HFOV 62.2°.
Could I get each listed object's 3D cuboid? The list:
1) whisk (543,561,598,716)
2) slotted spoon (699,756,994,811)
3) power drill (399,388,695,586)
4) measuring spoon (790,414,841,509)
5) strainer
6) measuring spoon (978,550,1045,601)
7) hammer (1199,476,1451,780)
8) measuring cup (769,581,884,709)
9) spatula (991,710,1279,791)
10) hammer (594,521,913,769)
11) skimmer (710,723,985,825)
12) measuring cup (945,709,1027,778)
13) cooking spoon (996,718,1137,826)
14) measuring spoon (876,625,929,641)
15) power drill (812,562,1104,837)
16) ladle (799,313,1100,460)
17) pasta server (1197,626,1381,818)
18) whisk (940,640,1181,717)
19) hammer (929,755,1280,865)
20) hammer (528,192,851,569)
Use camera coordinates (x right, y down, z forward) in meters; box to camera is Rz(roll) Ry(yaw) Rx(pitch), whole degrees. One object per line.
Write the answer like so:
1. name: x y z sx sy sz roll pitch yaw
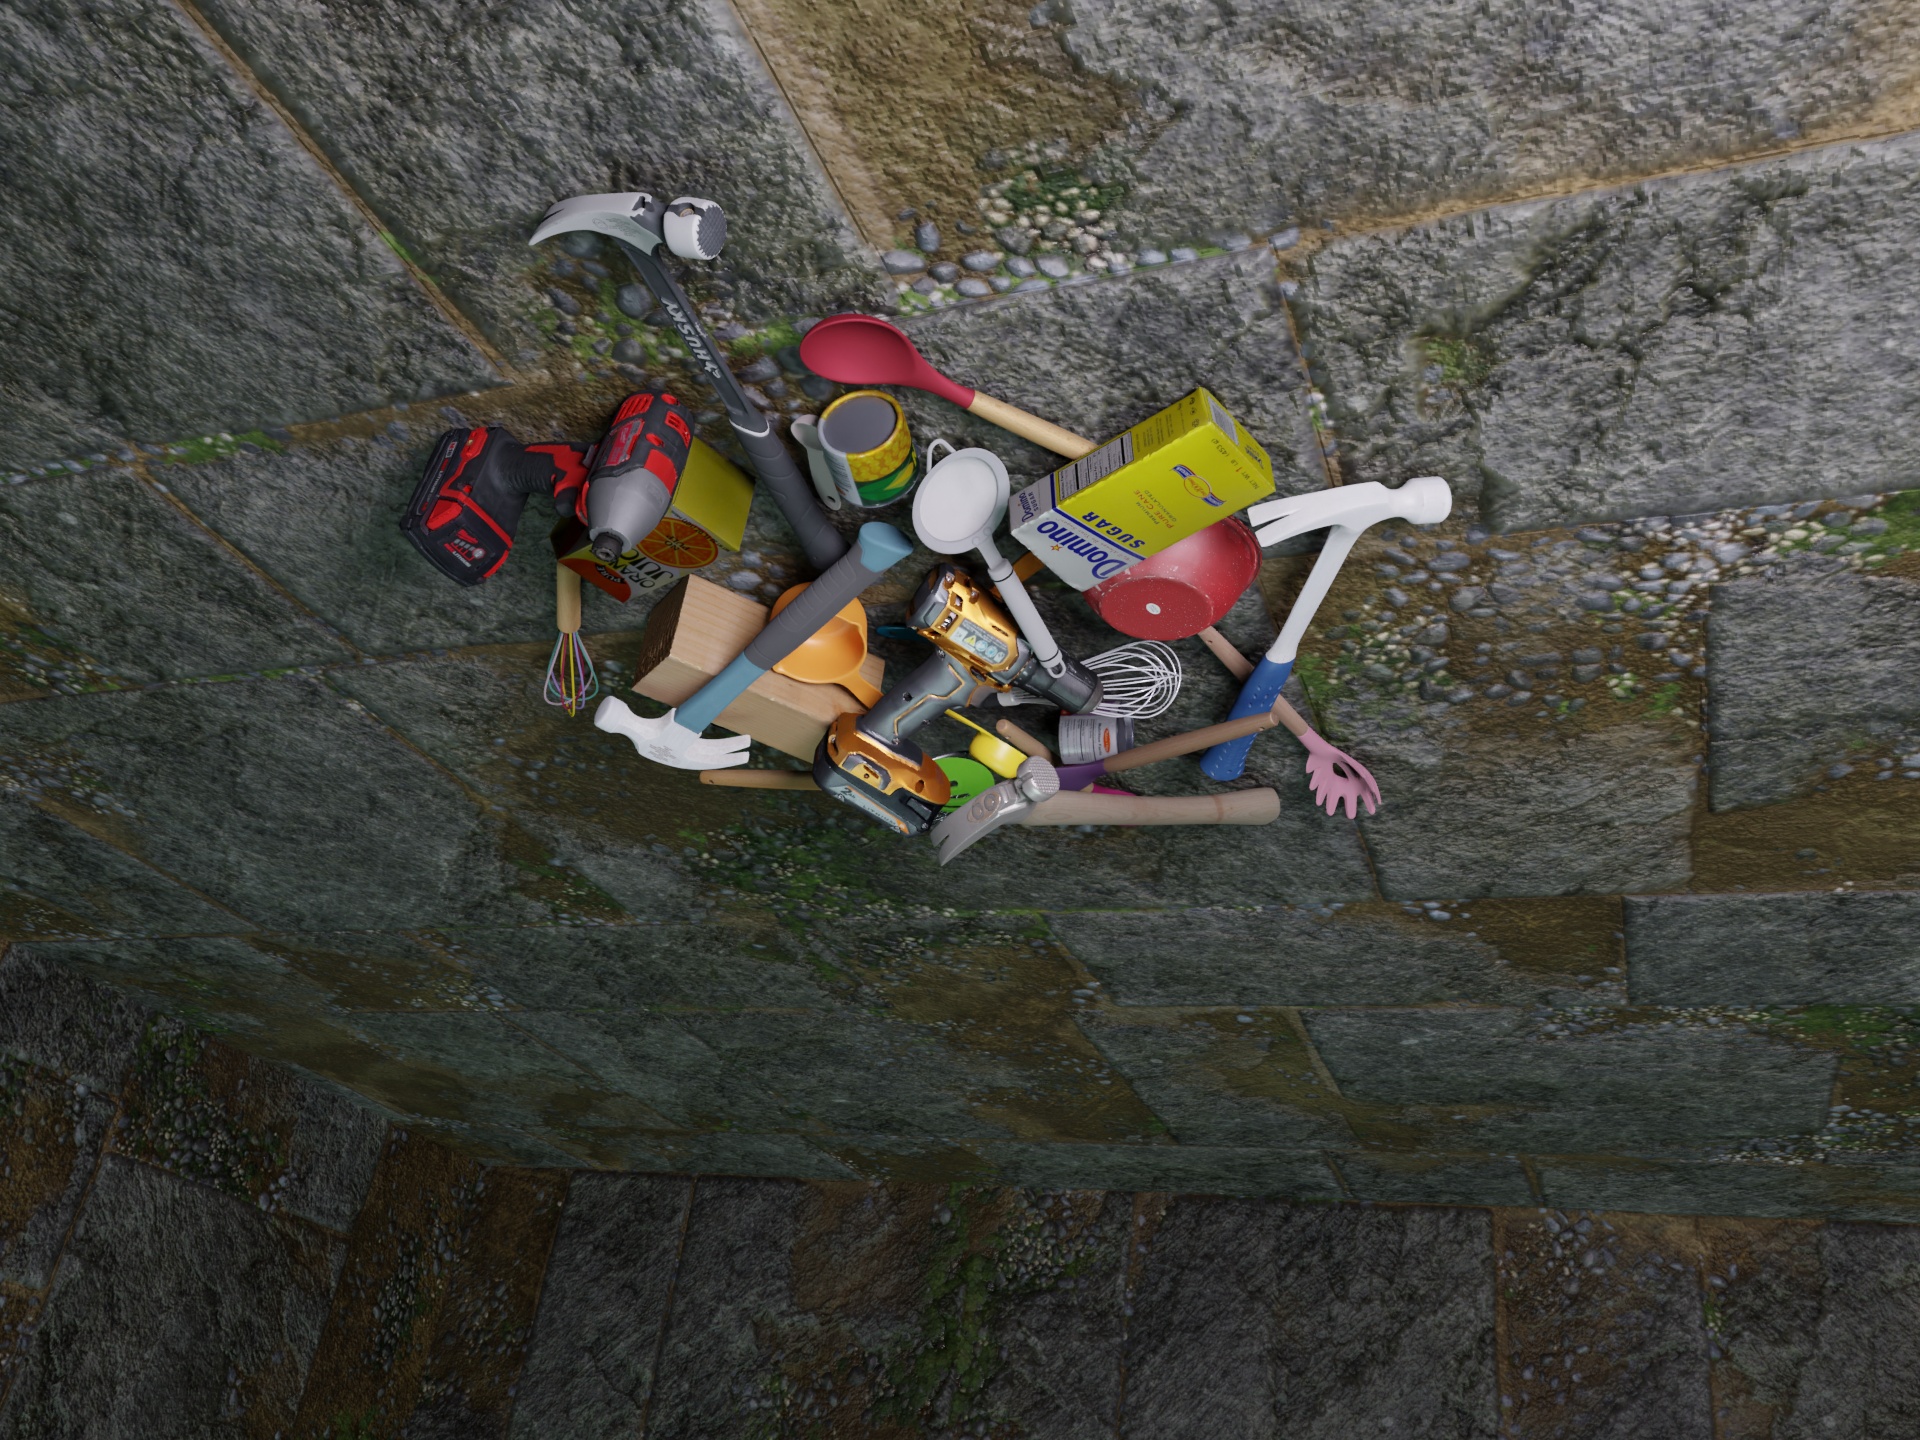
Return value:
1. whisk: -0.368 -0.076 1.503 0.051 0.047 0.244 13 147 -6
2. slotted spoon: -0.118 0.062 1.564 0.314 0.031 0.070 1 132 22
3. power drill: -0.313 -0.172 1.217 0.220 0.143 0.078 -5 146 27
4. measuring spoon: -0.106 -0.202 1.241 0.034 0.018 0.124 22 160 13
5. strainer: 0.026 -0.125 1.262 0.050 0.087 0.258 40 166 53
6. measuring spoon: 0.049 -0.121 1.339 0.021 0.011 0.117 22 148 -23
7. hammer: 0.261 -0.060 1.309 0.144 0.035 0.405 -6 151 -12
8. measuring cup: -0.102 -0.058 1.429 0.095 0.052 0.173 -26 133 24
9. spatula: 0.155 0.036 1.442 0.059 0.018 0.316 26 149 -37
10. hammer: -0.164 -0.060 1.339 0.128 0.033 0.331 32 126 -30
11. skimmer: -0.147 0.011 1.609 0.363 0.090 0.127 26 142 -9
12. measuring cup: 0.008 0.017 1.487 0.062 0.029 0.156 28 177 39
13. cooking spoon: 0.116 0.059 1.595 0.069 0.017 0.318 -8 155 29
14. measuring spoon: -0.013 -0.068 1.438 0.128 0.021 0.042 6 151 2
15. power drill: -0.002 -0.004 1.387 0.185 0.084 0.226 31 113 -16
16. ladle: 0.030 -0.222 1.152 0.315 0.031 0.069 20 147 -23
17. pasta server: 0.301 0.002 1.462 0.060 0.040 0.315 -16 141 34
18. whisk: 0.073 -0.029 1.459 0.285 0.070 0.070 -5 148 33
19. hammer: 0.157 0.088 1.488 0.410 0.038 0.146 4 148 -44
20. hammer: -0.167 -0.230 1.162 0.149 0.036 0.408 14 157 24
